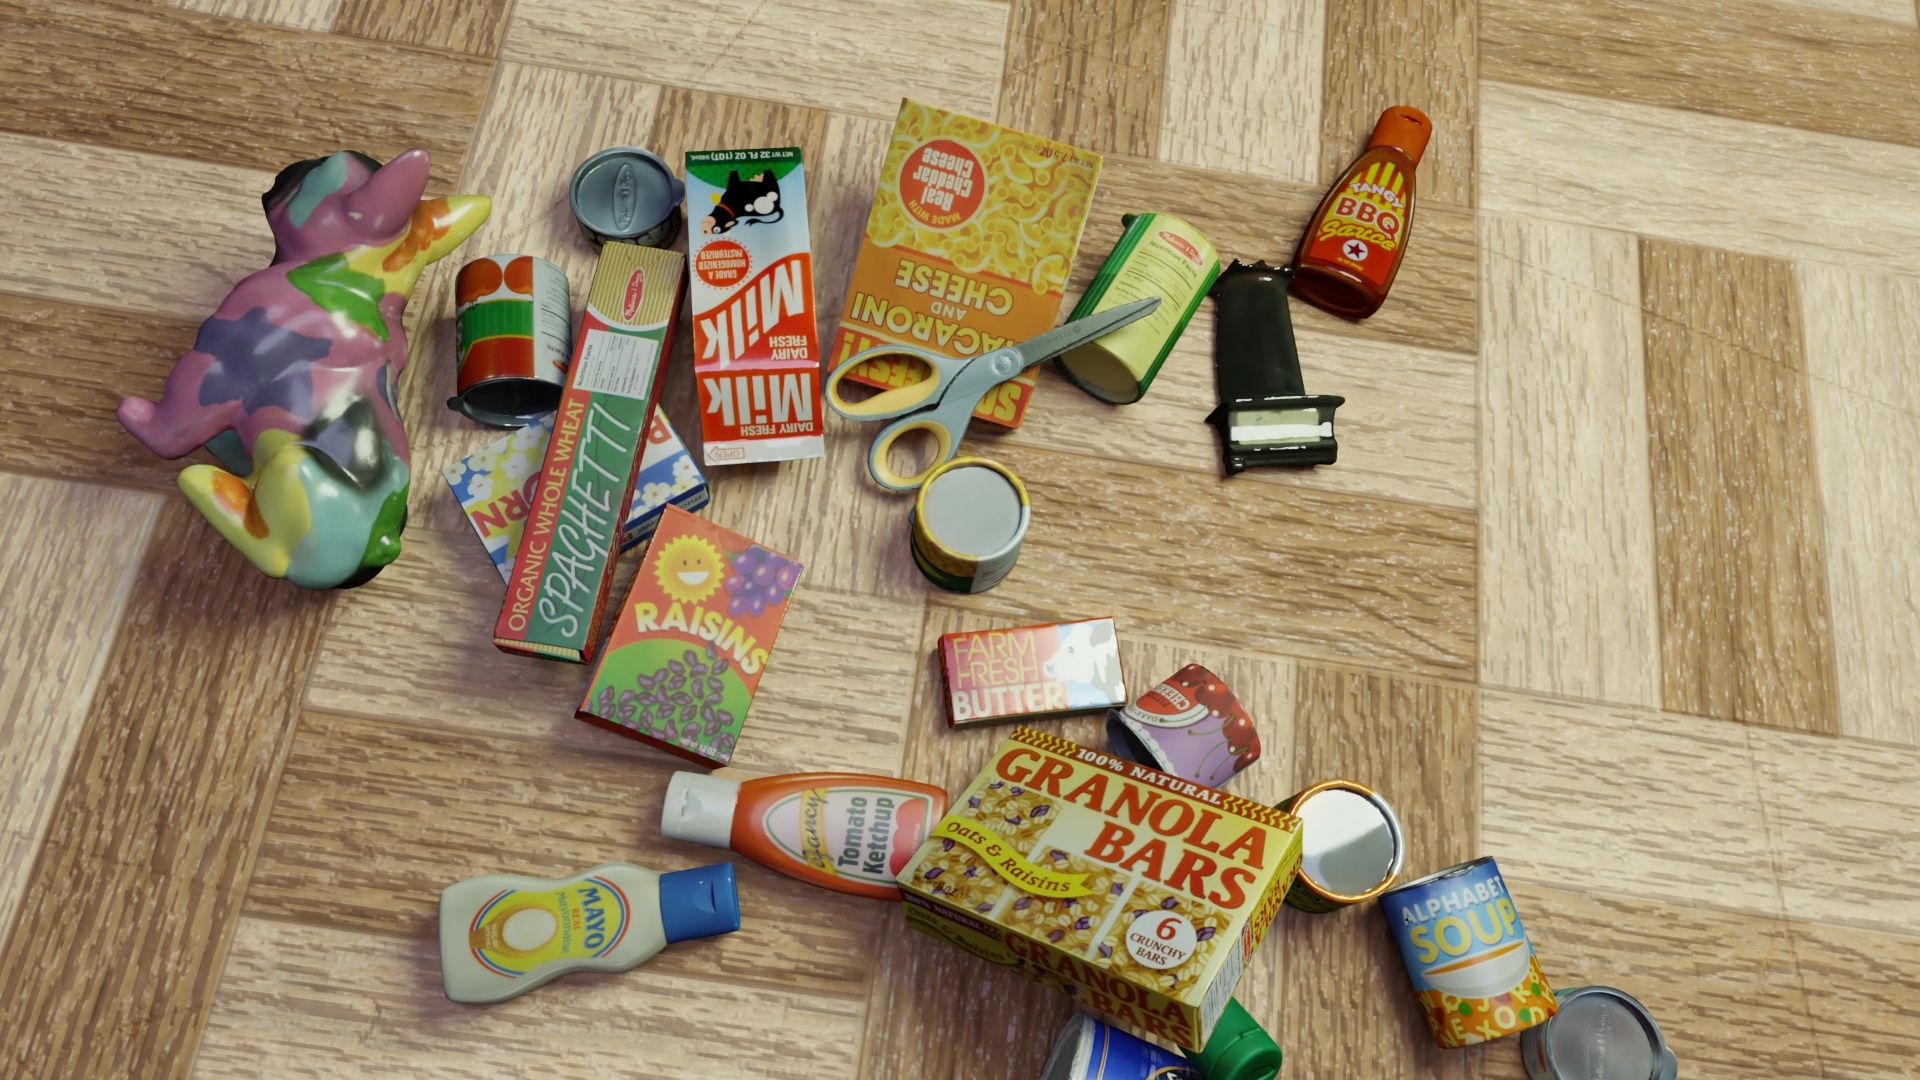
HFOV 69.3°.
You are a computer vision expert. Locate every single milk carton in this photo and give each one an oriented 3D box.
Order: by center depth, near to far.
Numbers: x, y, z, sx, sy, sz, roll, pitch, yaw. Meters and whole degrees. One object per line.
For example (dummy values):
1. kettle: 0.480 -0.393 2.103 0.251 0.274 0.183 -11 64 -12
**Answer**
1. milk carton: -0.123 -0.135 0.834 0.072 0.073 0.191 -5 71 -7

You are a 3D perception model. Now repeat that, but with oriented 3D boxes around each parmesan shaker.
1. parmesan shaker: 0.106 -0.144 0.859 0.071 0.071 0.103 31 71 7

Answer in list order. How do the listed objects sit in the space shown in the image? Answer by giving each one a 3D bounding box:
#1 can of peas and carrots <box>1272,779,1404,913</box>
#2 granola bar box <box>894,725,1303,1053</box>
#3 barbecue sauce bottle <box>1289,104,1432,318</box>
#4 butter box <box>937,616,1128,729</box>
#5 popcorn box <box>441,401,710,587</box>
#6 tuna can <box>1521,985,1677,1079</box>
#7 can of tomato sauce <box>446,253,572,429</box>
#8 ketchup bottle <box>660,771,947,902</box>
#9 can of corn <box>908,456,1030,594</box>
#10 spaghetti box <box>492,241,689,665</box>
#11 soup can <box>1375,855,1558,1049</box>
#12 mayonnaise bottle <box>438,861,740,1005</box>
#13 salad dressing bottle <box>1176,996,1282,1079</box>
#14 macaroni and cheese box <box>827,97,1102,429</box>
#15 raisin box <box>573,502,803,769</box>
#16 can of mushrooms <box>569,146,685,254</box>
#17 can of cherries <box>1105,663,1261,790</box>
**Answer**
1. can of peas and carrots: 0.198 0.168 0.757 0.071 0.058 0.071 2 70 -4
2. granola bar box: 0.071 0.167 0.697 0.165 0.038 0.125 14 42 31
3. barbecue sauce bottle: 0.269 -0.219 0.912 0.065 0.043 0.149 25 70 6
4. butter box: 0.041 0.076 0.796 0.103 0.024 0.053 -5 71 -6
5. popcorn box: -0.221 -0.031 0.806 0.127 0.038 0.085 -31 76 -14
6. tuna can: 0.341 0.274 0.743 0.071 0.032 0.071 1 70 -4
7. can of tomato sauce: -0.265 -0.117 0.819 0.071 0.071 0.083 -6 70 -7
8. ketchup bottle: -0.084 0.154 0.748 0.149 0.043 0.065 9 75 -1
9. can of corn: 0.003 -0.010 0.806 0.071 0.058 0.071 2 70 -4
10. spaghetti box: -0.204 -0.052 0.778 0.050 0.028 0.251 10 69 -1
11. soup can: 0.269 0.218 0.738 0.071 0.071 0.084 -16 72 -10
12. mayonnaise bottle: -0.191 0.198 0.723 0.148 0.041 0.065 -9 71 -7
13. salad dressing bottle: 0.099 0.216 0.698 0.064 0.043 0.148 -5 28 -31
14. macaroni and cheese box: 0.003 -0.164 0.833 0.124 0.040 0.166 17 99 3
15. raisin box: -0.149 0.054 0.769 0.086 0.040 0.124 24 69 -13
16. can of mushrooms: -0.208 -0.211 0.876 0.071 0.033 0.071 1 69 -4
17. can of cherries: 0.122 0.108 0.767 0.058 0.071 0.071 -32 76 -15
